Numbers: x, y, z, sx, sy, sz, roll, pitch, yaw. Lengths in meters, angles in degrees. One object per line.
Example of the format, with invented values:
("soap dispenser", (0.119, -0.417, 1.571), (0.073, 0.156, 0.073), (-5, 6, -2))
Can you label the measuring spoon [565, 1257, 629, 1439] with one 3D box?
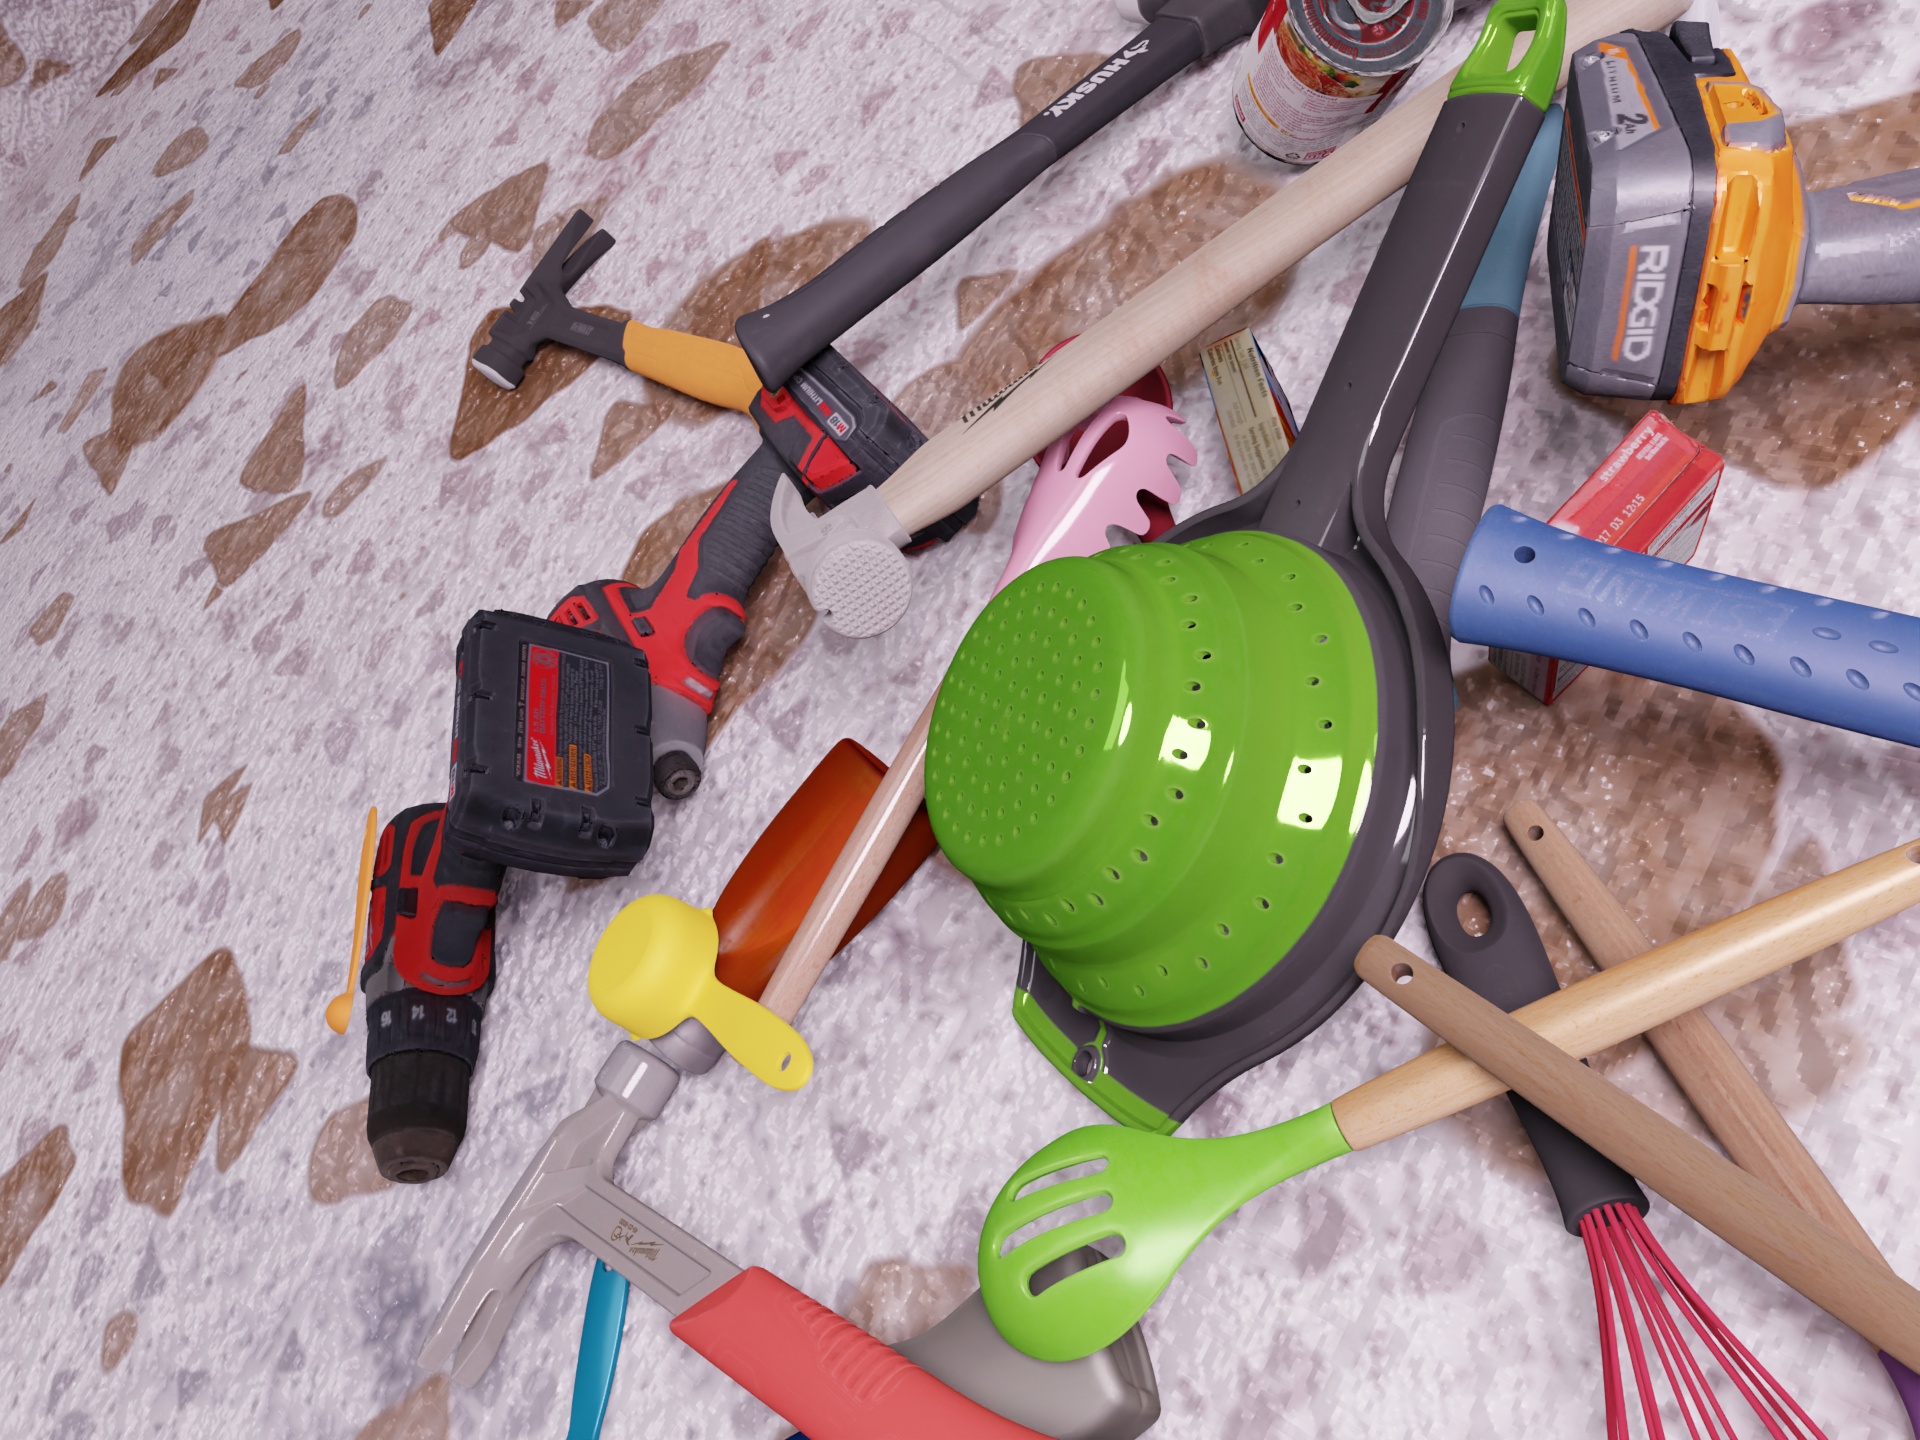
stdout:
("measuring spoon", (-0.151, 0.263, 0.624), (0.042, 0.021, 0.129), (-13, 57, 30))

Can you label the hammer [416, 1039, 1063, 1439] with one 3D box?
("hammer", (-0.067, 0.217, 0.532), (0.359, 0.036, 0.149), (7, 61, 51))

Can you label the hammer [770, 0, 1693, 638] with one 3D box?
("hammer", (0.102, -0.178, 0.625), (0.410, 0.038, 0.146), (-35, 24, 1))

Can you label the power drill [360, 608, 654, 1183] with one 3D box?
("power drill", (-0.215, 0.081, 0.708), (0.226, 0.080, 0.188), (-49, 38, 40))

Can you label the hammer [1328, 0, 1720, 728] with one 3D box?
("hammer", (0.200, -0.143, 0.613), (0.128, 0.033, 0.331), (3, 65, 37))

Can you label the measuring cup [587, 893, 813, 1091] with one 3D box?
("measuring cup", (-0.102, 0.106, 0.608), (0.157, 0.029, 0.062), (16, 74, 57))

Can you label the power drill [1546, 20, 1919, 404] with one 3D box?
("power drill", (0.300, -0.159, 0.475), (0.226, 0.084, 0.164), (3, 42, 14))

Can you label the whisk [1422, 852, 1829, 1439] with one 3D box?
("whisk", (0.181, 0.151, 0.426), (0.073, 0.073, 0.296), (-29, 43, 19))

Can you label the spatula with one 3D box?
("spatula", (0.230, 0.141, 0.420), (0.060, 0.018, 0.316), (-36, 48, 15))

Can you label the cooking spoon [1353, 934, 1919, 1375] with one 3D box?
("cooking spoon", (0.227, 0.146, 0.372), (0.319, 0.017, 0.069), (35, 85, 30))

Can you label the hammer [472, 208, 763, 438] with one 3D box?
("hammer", (-0.178, -0.226, 0.949), (0.337, 0.034, 0.127), (29, 83, 44))

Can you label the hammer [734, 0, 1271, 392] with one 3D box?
("hammer", (0.028, -0.263, 0.757), (0.335, 0.035, 0.146), (-41, 45, -15))

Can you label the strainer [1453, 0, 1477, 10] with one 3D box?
("strainer", (0.229, -0.333, 0.653), (0.151, 0.069, 0.257), (-28, 26, 2))

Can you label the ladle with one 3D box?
("ladle", (0.095, -0.049, 0.637), (0.069, 0.031, 0.316), (-33, 50, 15))

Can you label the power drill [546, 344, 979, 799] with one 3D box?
("power drill", (-0.104, -0.067, 0.766), (0.219, 0.078, 0.143), (-45, 45, 8))

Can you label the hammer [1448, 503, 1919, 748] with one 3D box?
("hammer", (0.315, 0.018, 0.362), (0.406, 0.035, 0.144), (18, 75, 28))

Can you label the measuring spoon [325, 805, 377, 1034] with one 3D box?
("measuring spoon", (-0.291, 0.093, 0.761), (0.021, 0.011, 0.117), (-45, 41, 49))

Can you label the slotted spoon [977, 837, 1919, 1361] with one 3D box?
("slotted spoon", (0.133, 0.104, 0.457), (0.314, 0.031, 0.070), (-29, 43, 16))

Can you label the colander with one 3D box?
("colander", (0.085, -0.065, 0.523), (0.205, 0.094, 0.397), (31, 100, 58))

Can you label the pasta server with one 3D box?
("pasta server", (-0.001, -0.002, 0.631), (0.060, 0.040, 0.316), (25, 81, 32))
